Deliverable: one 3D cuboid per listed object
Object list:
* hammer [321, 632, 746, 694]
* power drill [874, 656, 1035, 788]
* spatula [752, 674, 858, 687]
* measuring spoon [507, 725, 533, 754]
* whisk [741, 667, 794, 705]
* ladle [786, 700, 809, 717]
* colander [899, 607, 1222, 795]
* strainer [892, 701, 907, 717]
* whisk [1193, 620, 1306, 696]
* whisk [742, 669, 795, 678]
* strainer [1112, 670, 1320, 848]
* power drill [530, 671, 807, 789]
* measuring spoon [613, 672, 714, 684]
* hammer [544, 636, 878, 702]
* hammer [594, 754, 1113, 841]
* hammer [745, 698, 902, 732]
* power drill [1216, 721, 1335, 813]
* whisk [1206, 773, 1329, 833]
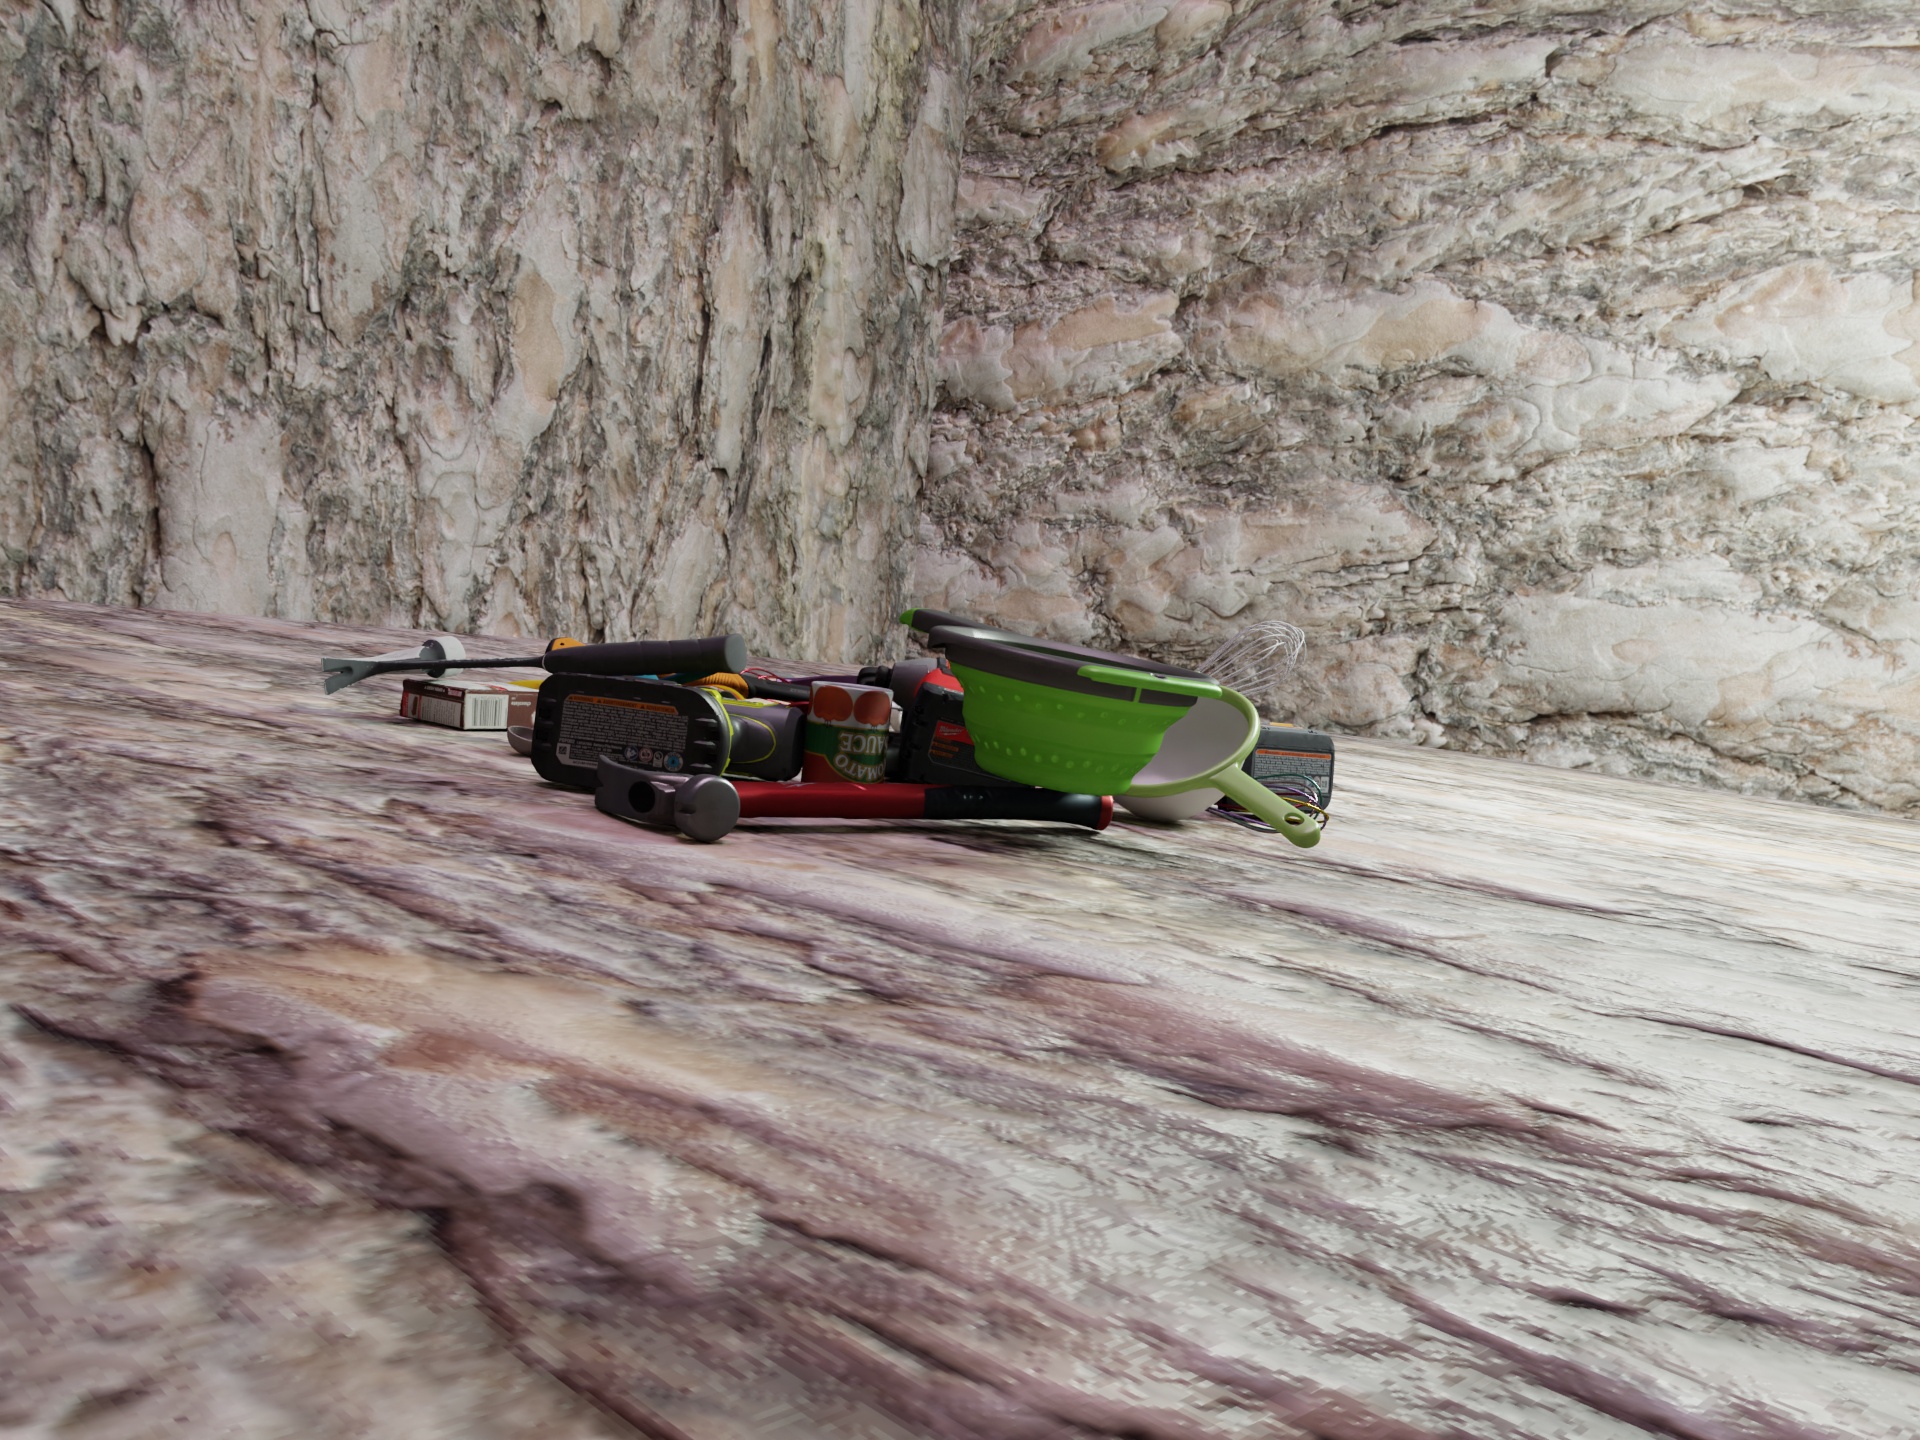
[{"bbox_3d":[-0.333,-0.047,1.257,0.409,0.036,0.149,0,9,33],"label":"hammer"},{"bbox_3d":[-0.002,-0.004,1.361,0.143,0.078,0.220,15,12,-8],"label":"power drill"},{"bbox_3d":[-0.226,-0.039,1.725,0.316,0.018,0.059,0,-20,-14],"label":"spatula"},{"bbox_3d":[-0.308,0.025,1.275,0.124,0.018,0.034,12,14,-44],"label":"measuring spoon"},{"bbox_3d":[-0.166,-0.009,1.720,0.073,0.073,0.295,9,-2,31],"label":"whisk"},{"bbox_3d":[-0.239,0.010,1.398,0.315,0.069,0.031,-3,49,-41],"label":"ladle"},{"bbox_3d":[0.037,-0.017,1.181,0.204,0.094,0.397,7,7,-26],"label":"colander"},{"bbox_3d":[0.002,0.001,1.629,0.258,0.050,0.087,27,18,-51],"label":"strainer"},{"bbox_3d":[0.213,-0.017,1.580,0.284,0.070,0.070,-30,-8,17],"label":"whisk"},{"bbox_3d":[-0.315,-0.045,1.887,0.239,0.055,0.055,0,4,-2],"label":"whisk"},{"bbox_3d":[0.201,0.056,1.269,0.151,0.069,0.257,-29,35,-17],"label":"strainer"},{"bbox_3d":[-0.228,0.008,1.175,0.190,0.080,0.228,7,1,6],"label":"power drill"},{"bbox_3d":[-0.231,-0.039,1.255,0.128,0.021,0.042,-11,-13,43],"label":"measuring spoon"},{"bbox_3d":[-0.240,-0.034,1.560,0.337,0.034,0.127,9,32,-3],"label":"hammer"},{"bbox_3d":[-0.052,0.053,1.077,0.386,0.038,0.143,4,3,-40],"label":"hammer"},{"bbox_3d":[-0.226,-0.012,1.795,0.146,0.038,0.410,7,4,35],"label":"hammer"},{"bbox_3d":[0.204,0.038,1.461,0.185,0.084,0.226,5,0,-35],"label":"power drill"},{"bbox_3d":[0.202,0.063,1.354,0.245,0.051,0.047,6,8,41],"label":"whisk"}]
